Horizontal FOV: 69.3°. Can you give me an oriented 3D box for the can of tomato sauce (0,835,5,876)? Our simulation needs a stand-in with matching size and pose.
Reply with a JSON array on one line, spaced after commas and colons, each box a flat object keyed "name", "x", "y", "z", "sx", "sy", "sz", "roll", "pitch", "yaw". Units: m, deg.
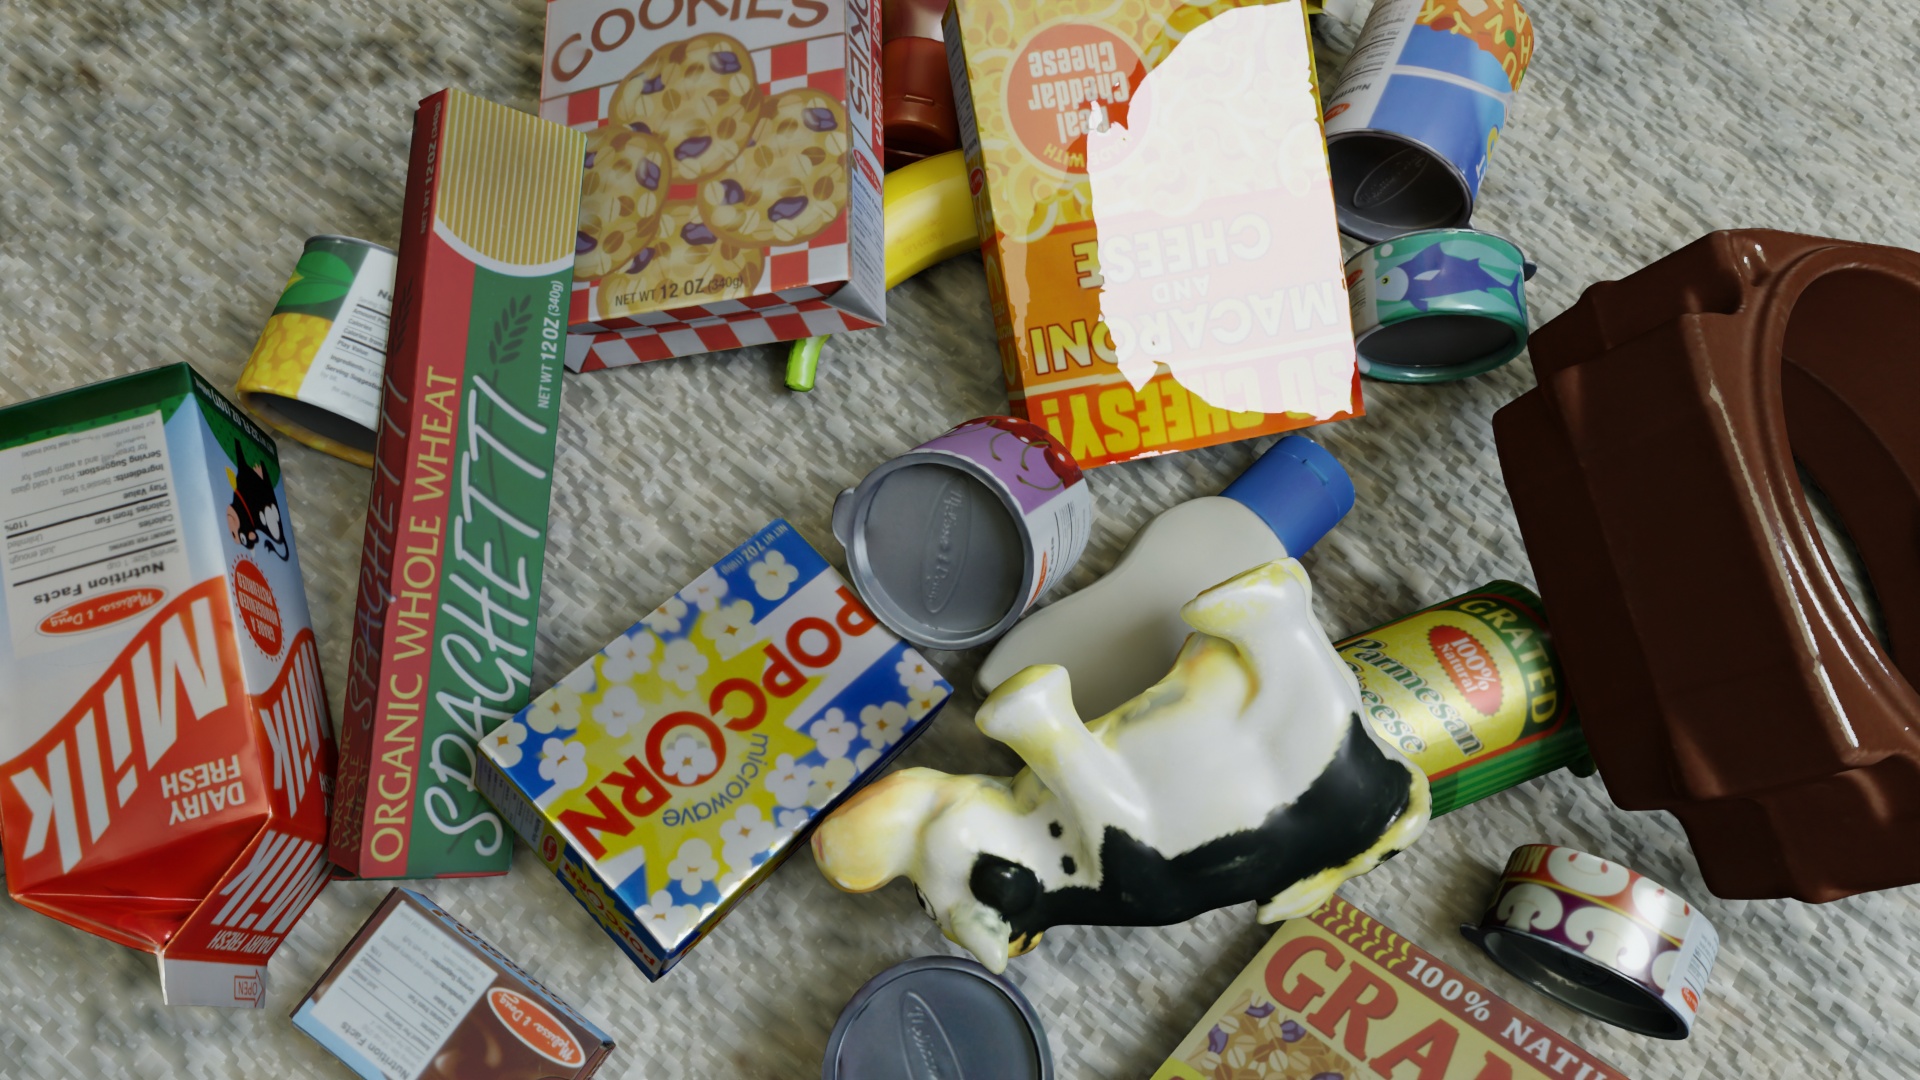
[{"name": "can of tomato sauce", "x": -0.333, "y": 0.070, "z": 0.421, "sx": 0.083, "sy": 0.071, "sz": 0.071, "roll": 6, "pitch": 72, "yaw": -3}]

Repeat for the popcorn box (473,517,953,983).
[{"name": "popcorn box", "x": -0.075, "y": 0.062, "z": 0.441, "sx": 0.085, "sy": 0.038, "sz": 0.127, "roll": 45, "pitch": 58, "yaw": 8}]

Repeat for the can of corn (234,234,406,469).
[{"name": "can of corn", "x": -0.204, "y": -0.061, "z": 0.477, "sx": 0.071, "sy": 0.071, "sz": 0.058, "roll": 16, "pitch": 72, "yaw": 1}]

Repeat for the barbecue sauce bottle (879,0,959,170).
[{"name": "barbecue sauce bottle", "x": -0.011, "y": -0.220, "z": 0.554, "sx": 0.065, "sy": 0.043, "sz": 0.149, "roll": 9, "pitch": 72, "yaw": -7}]

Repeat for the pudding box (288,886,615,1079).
[{"name": "pudding box", "x": -0.155, "y": 0.152, "z": 0.427, "sx": 0.084, "sy": 0.030, "sz": 0.050, "roll": 34, "pitch": 72, "yaw": 7}]

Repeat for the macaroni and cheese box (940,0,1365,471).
[{"name": "macaroni and cheese box", "x": 0.069, "y": -0.116, "z": 0.497, "sx": 0.124, "sy": 0.040, "sz": 0.166, "roll": -11, "pitch": 96, "yaw": -7}]

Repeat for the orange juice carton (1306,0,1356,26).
[{"name": "orange juice carton", "x": 0.087, "y": -0.276, "z": 0.547, "sx": 0.193, "sy": 0.073, "sz": 0.072, "roll": 23, "pitch": 70, "yaw": -20}]

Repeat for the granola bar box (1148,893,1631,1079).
[{"name": "granola bar box", "x": 0.129, "y": 0.188, "z": 0.381, "sx": 0.124, "sy": 0.039, "sz": 0.166, "roll": -44, "pitch": 39, "yaw": -16}]

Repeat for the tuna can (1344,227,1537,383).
[{"name": "tuna can", "x": 0.176, "y": -0.085, "z": 0.511, "sx": 0.071, "sy": 0.071, "sz": 0.033, "roll": 3, "pitch": 73, "yaw": -3}]

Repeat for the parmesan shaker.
[{"name": "parmesan shaker", "x": 0.147, "y": 0.063, "z": 0.460, "sx": 0.103, "sy": 0.071, "sz": 0.071, "roll": -19, "pitch": 74, "yaw": -10}]

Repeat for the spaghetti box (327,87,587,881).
[{"name": "spaghetti box", "x": -0.160, "y": -0.017, "z": 0.446, "sx": 0.050, "sy": 0.028, "sz": 0.250, "roll": 9, "pitch": 82, "yaw": -41}]

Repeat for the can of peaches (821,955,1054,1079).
[{"name": "can of peaches", "x": -0.010, "y": 0.161, "z": 0.421, "sx": 0.071, "sy": 0.058, "sz": 0.071, "roll": 1, "pitch": 73, "yaw": -4}]

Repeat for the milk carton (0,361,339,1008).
[{"name": "milk carton", "x": -0.246, "y": 0.050, "z": 0.432, "sx": 0.073, "sy": 0.072, "sz": 0.191, "roll": -17, "pitch": 73, "yaw": -9}]

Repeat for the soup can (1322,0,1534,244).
[{"name": "soup can", "x": 0.180, "y": -0.165, "z": 0.539, "sx": 0.071, "sy": 0.071, "sz": 0.084, "roll": 25, "pitch": 72, "yaw": 4}]

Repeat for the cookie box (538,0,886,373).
[{"name": "cookie box", "x": -0.092, "y": -0.153, "z": 0.507, "sx": 0.123, "sy": 0.040, "sz": 0.168, "roll": -7, "pitch": 72, "yaw": 15}]

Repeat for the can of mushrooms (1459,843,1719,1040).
[{"name": "can of mushrooms", "x": 0.201, "y": 0.127, "z": 0.444, "sx": 0.071, "sy": 0.071, "sz": 0.033, "roll": 30, "pitch": 73, "yaw": 6}]

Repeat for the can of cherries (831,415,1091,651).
[{"name": "can of cherries", "x": 0.002, "y": -0.006, "z": 0.462, "sx": 0.071, "sy": 0.058, "sz": 0.071, "roll": 8, "pitch": 110, "yaw": 23}]

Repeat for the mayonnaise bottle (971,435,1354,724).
[{"name": "mayonnaise bottle", "x": 0.076, "y": 0.022, "z": 0.483, "sx": 0.148, "sy": 0.041, "sz": 0.065, "roll": -40, "pitch": 80, "yaw": -16}]
